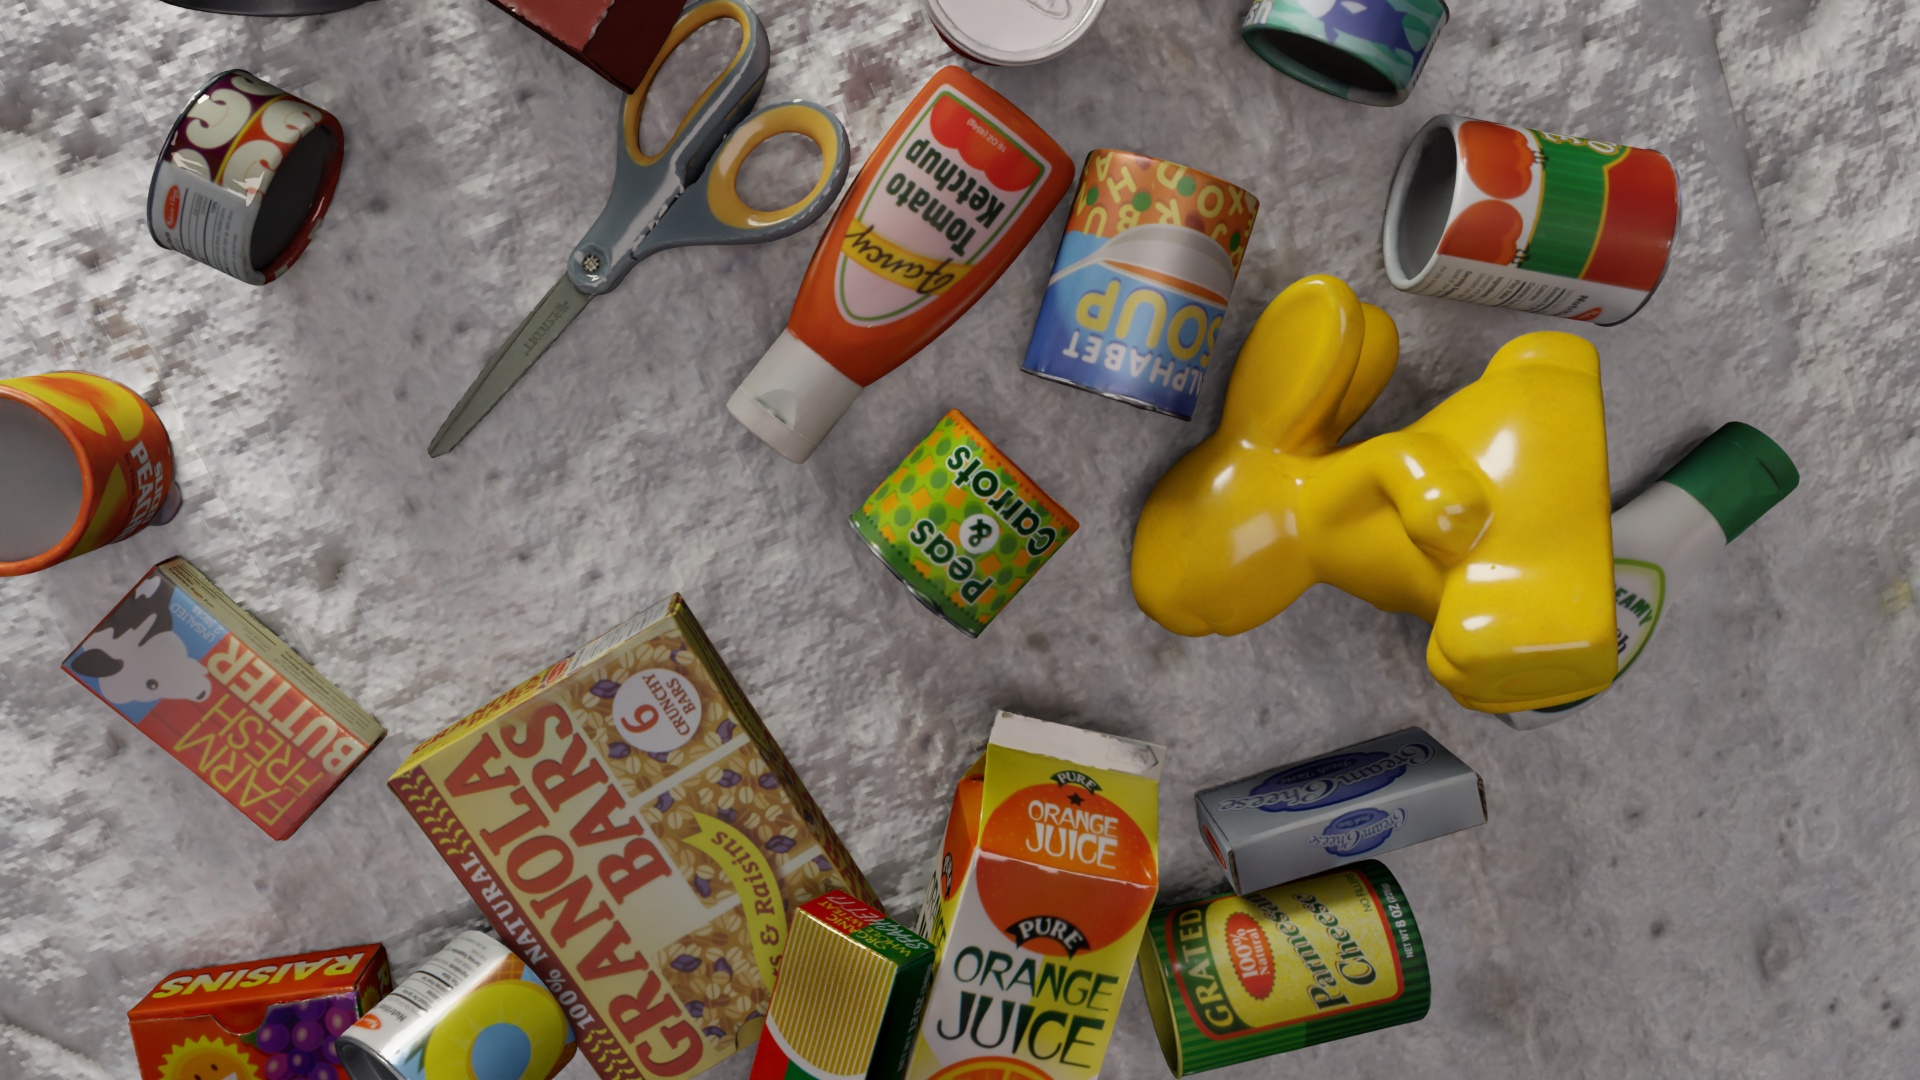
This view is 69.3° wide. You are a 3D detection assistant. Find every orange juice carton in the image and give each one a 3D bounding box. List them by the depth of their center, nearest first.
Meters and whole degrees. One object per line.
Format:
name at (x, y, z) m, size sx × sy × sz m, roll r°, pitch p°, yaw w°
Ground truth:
orange juice carton at (0.021, 0.163, 0.546) m, size 0.072 × 0.073 × 0.192 m, roll 15°, pitch 98°, yaw -8°

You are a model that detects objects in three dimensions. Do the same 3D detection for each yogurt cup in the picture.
yogurt cup at (0.016, -0.199, 0.489) m, size 0.072 × 0.054 × 0.072 m, roll -1°, pitch 101°, yaw -5°

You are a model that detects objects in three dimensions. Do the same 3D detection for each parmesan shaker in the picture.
parmesan shaker at (0.128, 0.169, 0.563) m, size 0.103 × 0.071 × 0.071 m, roll -12°, pitch 102°, yaw -4°

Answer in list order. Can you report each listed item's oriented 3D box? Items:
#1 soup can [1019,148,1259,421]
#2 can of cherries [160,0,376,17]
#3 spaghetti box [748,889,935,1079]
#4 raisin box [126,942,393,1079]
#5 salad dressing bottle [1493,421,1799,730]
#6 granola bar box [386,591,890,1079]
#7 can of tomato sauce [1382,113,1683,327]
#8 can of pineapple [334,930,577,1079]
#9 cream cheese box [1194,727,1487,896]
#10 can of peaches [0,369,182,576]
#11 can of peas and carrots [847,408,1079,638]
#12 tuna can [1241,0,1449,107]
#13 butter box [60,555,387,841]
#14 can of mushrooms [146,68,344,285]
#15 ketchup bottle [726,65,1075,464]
soup can at (0.066, -0.092, 0.505) m, size 0.071 × 0.071 × 0.083 m, roll 16°, pitch 99°, yaw -8°
can of cherries at (-0.231, -0.209, 0.458) m, size 0.071 × 0.071 × 0.058 m, roll -6°, pitch 100°, yaw -4°
spaghetti box at (-0.067, 0.258, 0.523) m, size 0.050 × 0.029 × 0.249 m, roll 20°, pitch 99°, yaw 31°
raisin box at (-0.264, 0.228, 0.546) m, size 0.086 × 0.040 × 0.123 m, roll -7°, pitch 100°, yaw -4°
salad dressing bottle at (0.265, 0.013, 0.558) m, size 0.147 × 0.044 × 0.064 m, roll -41°, pitch 99°, yaw 2°
granola bar box at (-0.120, 0.123, 0.542) m, size 0.124 × 0.039 × 0.165 m, roll -31°, pitch 102°, yaw 1°
can of tomato sauce at (0.210, -0.121, 0.517) m, size 0.083 × 0.071 × 0.071 m, roll 8°, pitch 100°, yaw -6°
can of pineapple at (-0.186, 0.191, 0.518) m, size 0.058 × 0.071 × 0.071 m, roll -41°, pitch 106°, yaw -41°
cream cheese box at (0.151, 0.107, 0.559) m, size 0.104 × 0.053 × 0.024 m, roll -16°, pitch 104°, yaw -3°
can of peaches at (-0.320, -0.024, 0.485) m, size 0.071 × 0.058 × 0.071 m, roll -1°, pitch 100°, yaw -5°
can of peas and carrots at (0.002, -0.006, 0.514) m, size 0.071 × 0.071 × 0.058 m, roll 42°, pitch 94°, yaw -11°
tuna can at (0.134, -0.185, 0.497) m, size 0.071 × 0.071 × 0.032 m, roll 23°, pitch 98°, yaw -9°
butter box at (-0.274, 0.060, 0.522) m, size 0.053 × 0.024 × 0.103 m, roll -45°, pitch 101°, yaw 3°
can of mushrooms at (-0.240, -0.124, 0.472) m, size 0.033 × 0.071 × 0.071 m, roll 25°, pitch 97°, yaw -9°
ketchup bottle at (-0.026, -0.096, 0.509) m, size 0.065 × 0.043 × 0.148 m, roll 39°, pitch 95°, yaw -1°
